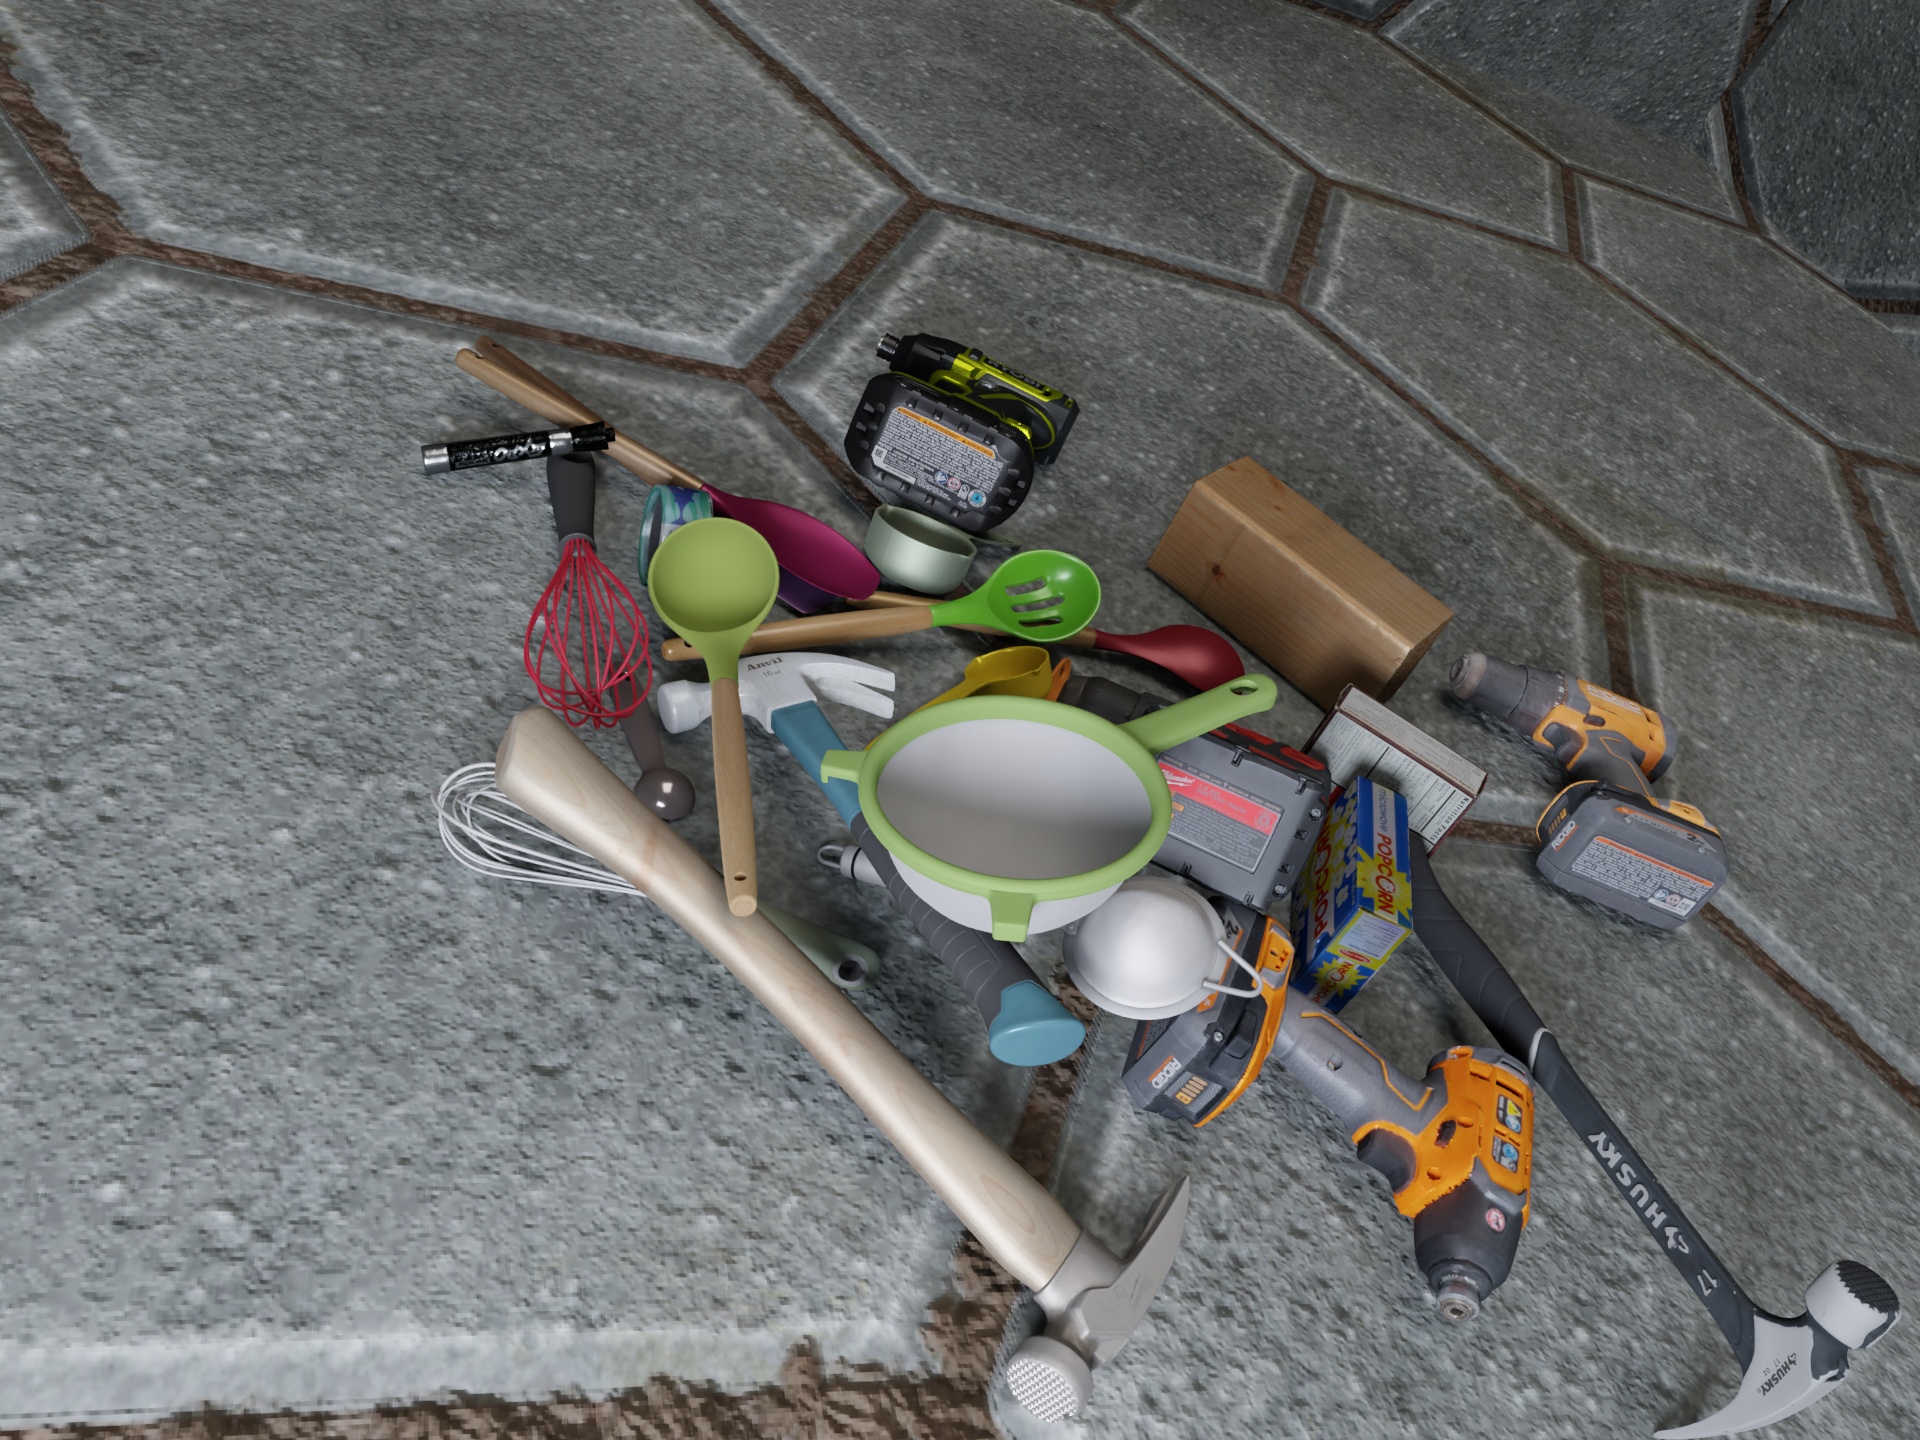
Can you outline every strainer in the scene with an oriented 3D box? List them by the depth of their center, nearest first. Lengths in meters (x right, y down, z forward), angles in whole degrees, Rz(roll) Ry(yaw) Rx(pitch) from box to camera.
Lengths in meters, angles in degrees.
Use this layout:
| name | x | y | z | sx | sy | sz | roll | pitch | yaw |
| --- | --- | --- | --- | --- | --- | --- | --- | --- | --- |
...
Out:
| name | x | y | z | sx | sy | sz | roll | pitch | yaw |
| --- | --- | --- | --- | --- | --- | --- | --- | --- | --- |
| strainer | 0.065 | 0.040 | 0.805 | 0.256 | 0.069 | 0.152 | -21 | 43 | -33 |
| strainer | 0.034 | 0.099 | 0.850 | 0.258 | 0.050 | 0.087 | 12 | 52 | 23 |

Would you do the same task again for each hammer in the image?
| name | x | y | z | sx | sy | sz | roll | pitch | yaw |
| --- | --- | --- | --- | --- | --- | --- | --- | --- | --- |
| hammer | -0.064 | 0.138 | 0.771 | 0.411 | 0.038 | 0.146 | 43 | 39 | 6 |
| hammer | -0.041 | 0.061 | 0.846 | 0.128 | 0.033 | 0.331 | -17 | 42 | -25 |
| hammer | 0.346 | 0.213 | 0.923 | 0.036 | 0.149 | 0.409 | 6 | 34 | -26 |

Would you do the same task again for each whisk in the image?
| name | x | y | z | sx | sy | sz | roll | pitch | yaw |
| --- | --- | --- | --- | --- | --- | --- | --- | --- | --- |
| whisk | -0.153 | 0.085 | 0.817 | 0.246 | 0.058 | 0.059 | 25 | 11 | -11 |
| whisk | -0.231 | -0.093 | 0.964 | 0.073 | 0.073 | 0.296 | 8 | 36 | -23 |

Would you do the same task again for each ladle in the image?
| name | x | y | z | sx | sy | sz | roll | pitch | yaw |
| --- | --- | --- | --- | --- | --- | --- | --- | --- | --- |
| ladle | -0.127 | -0.013 | 0.851 | 0.078 | 0.062 | 0.320 | -8 | 35 | -6 |
| ladle | 0.069 | -0.062 | 1.126 | 0.315 | 0.031 | 0.069 | 9 | 43 | -20 |

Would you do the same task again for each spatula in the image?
| name | x | y | z | sx | sy | sz | roll | pitch | yaw |
| --- | --- | --- | --- | --- | --- | --- | --- | --- | --- |
| spatula | -0.212 | -0.172 | 1.091 | 0.316 | 0.018 | 0.060 | 37 | 39 | 9 |

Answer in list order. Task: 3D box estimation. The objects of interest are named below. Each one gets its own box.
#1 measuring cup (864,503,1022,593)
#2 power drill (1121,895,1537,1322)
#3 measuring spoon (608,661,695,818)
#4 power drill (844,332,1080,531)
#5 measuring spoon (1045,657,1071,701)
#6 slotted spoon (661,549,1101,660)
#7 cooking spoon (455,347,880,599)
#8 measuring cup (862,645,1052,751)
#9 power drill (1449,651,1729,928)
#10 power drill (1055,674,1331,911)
| name | x | y | z | sx | sy | sz | roll | pitch | yaw |
| --- | --- | --- | --- | --- | --- | --- | --- | --- | --- |
| measuring cup | -0.006 | -0.119 | 1.144 | 0.083 | 0.038 | 0.167 | 34 | 20 | 26 |
| power drill | 0.206 | 0.210 | 0.859 | 0.226 | 0.084 | 0.164 | 31 | 40 | -2 |
| measuring spoon | -0.180 | 0.006 | 0.910 | 0.034 | 0.018 | 0.124 | -2 | 46 | -31 |
| power drill | -0.005 | -0.234 | 1.219 | 0.171 | 0.080 | 0.223 | 26 | 27 | -2 |
| measuring spoon | 0.051 | -0.012 | 1.066 | 0.011 | 0.021 | 0.117 | 7 | 32 | 22 |
| slotted spoon | -0.045 | -0.067 | 1.042 | 0.313 | 0.031 | 0.070 | -10 | 70 | -28 |
| cooking spoon | -0.196 | -0.165 | 1.064 | 0.319 | 0.017 | 0.069 | 30 | 38 | -1 |
| measuring cup | -0.002 | -0.003 | 1.017 | 0.156 | 0.029 | 0.062 | -33 | 29 | -33 |
| power drill | 0.469 | 0.037 | 1.207 | 0.185 | 0.084 | 0.226 | 22 | 34 | -6 |
| power drill | 0.136 | 0.029 | 0.973 | 0.188 | 0.080 | 0.226 | 25 | 10 | 8 |
